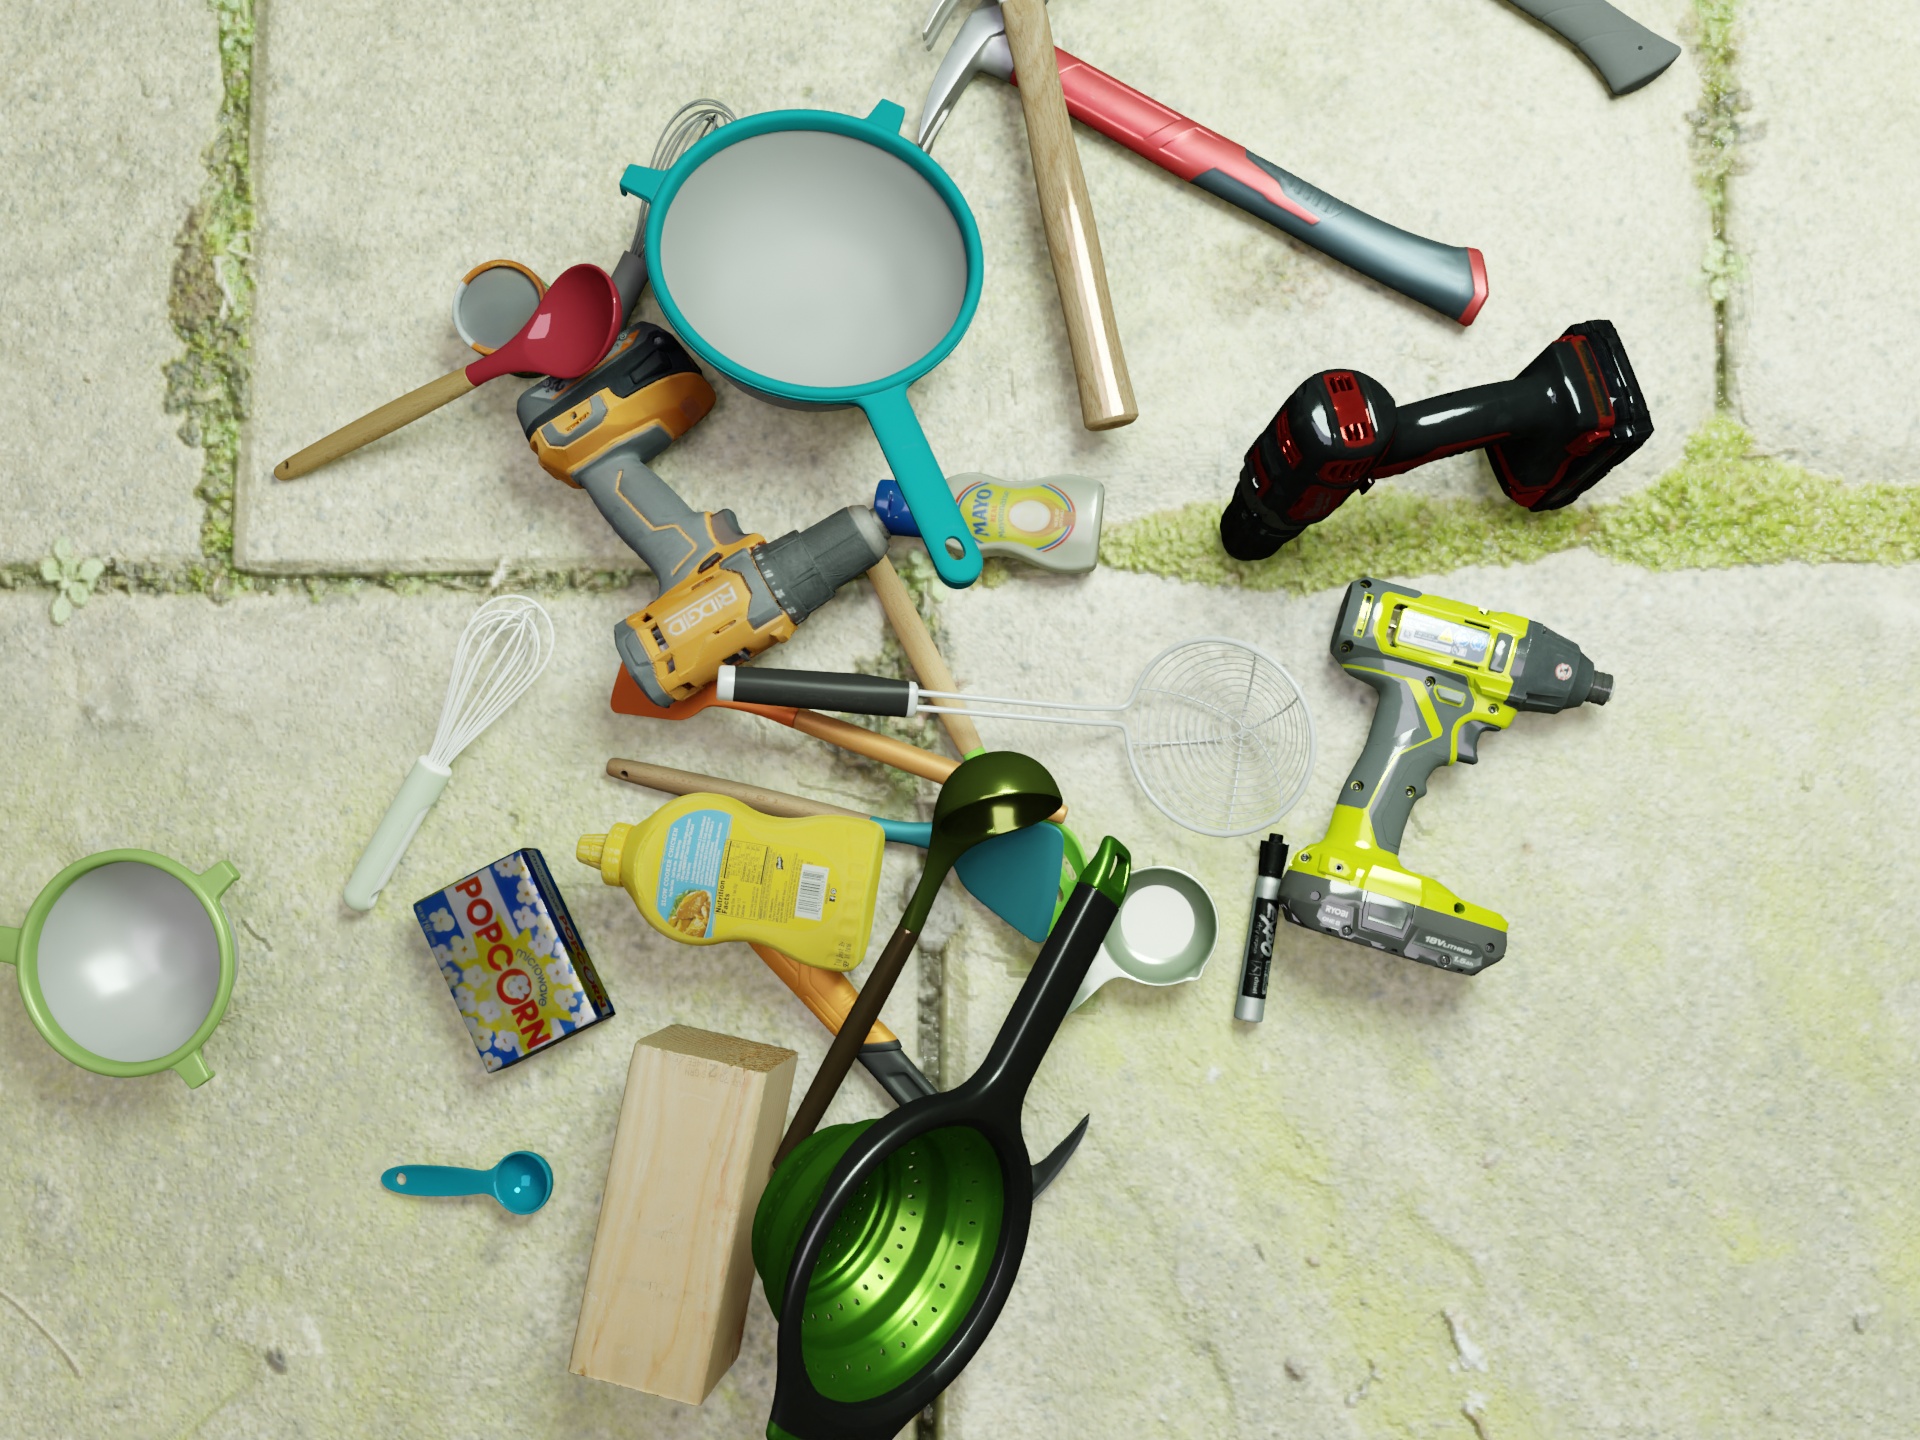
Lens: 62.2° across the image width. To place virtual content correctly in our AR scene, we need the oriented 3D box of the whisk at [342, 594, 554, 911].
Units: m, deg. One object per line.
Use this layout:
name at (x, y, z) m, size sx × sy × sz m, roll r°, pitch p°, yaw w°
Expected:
whisk at (-0.350, 0.024, 1.073) m, size 0.059 × 0.058 × 0.246 m, roll 31°, pitch 95°, yaw -2°

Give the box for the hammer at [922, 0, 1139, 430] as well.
hammer at (0.061, -0.349, 1.018) m, size 0.130 × 0.031 × 0.331 m, roll -12°, pitch 88°, yaw 7°

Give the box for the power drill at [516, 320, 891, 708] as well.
power drill at (-0.166, -0.145, 1.028) m, size 0.185 × 0.084 × 0.226 m, roll -30°, pitch 75°, yaw 4°

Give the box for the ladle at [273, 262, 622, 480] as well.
ladle at (-0.341, -0.216, 1.047) m, size 0.315 × 0.031 × 0.069 m, roll -18°, pitch 79°, yaw 25°

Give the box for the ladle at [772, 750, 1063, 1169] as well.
ladle at (-0.036, 0.157, 0.983) m, size 0.062 × 0.078 × 0.320 m, roll 39°, pitch 106°, yaw 39°

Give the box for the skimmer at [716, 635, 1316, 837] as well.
skimmer at (0.032, -0.001, 0.980) m, size 0.363 × 0.090 × 0.127 m, roll 5°, pitch 104°, yaw -8°

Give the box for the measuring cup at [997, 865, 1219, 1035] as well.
measuring cup at (0.092, 0.158, 1.023) m, size 0.167 × 0.038 × 0.083 m, roll -38°, pitch 84°, yaw 5°

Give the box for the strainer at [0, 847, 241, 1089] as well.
strainer at (-0.599, 0.154, 1.081) m, size 0.256 × 0.069 × 0.151 m, roll 7°, pitch 90°, yaw 7°

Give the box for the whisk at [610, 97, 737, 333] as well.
whisk at (-0.216, -0.310, 1.077) m, size 0.055 × 0.055 × 0.239 m, roll 31°, pitch 96°, yaw 7°

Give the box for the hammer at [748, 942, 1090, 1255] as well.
hammer at (-0.068, 0.188, 1.040) m, size 0.127 × 0.034 × 0.337 m, roll -44°, pitch 84°, yaw 3°

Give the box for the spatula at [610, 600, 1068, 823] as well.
spatula at (-0.082, 0.006, 1.039) m, size 0.322 × 0.041 × 0.081 m, roll 20°, pitch 88°, yaw 9°

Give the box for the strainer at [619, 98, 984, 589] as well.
strainer at (-0.070, -0.222, 1.012) m, size 0.211 × 0.095 × 0.340 m, roll -21°, pitch 77°, yaw -16°

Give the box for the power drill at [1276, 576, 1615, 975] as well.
power drill at (0.298, 0.038, 0.989) m, size 0.171 × 0.080 × 0.223 m, roll 16°, pitch 86°, yaw 7°

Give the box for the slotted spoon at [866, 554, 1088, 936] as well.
slotted spoon at (-0.002, -0.003, 1.045) m, size 0.070 × 0.031 × 0.314 m, roll -31°, pitch 82°, yaw 21°

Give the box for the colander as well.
colander at (-0.018, 0.238, 0.967) m, size 0.095 × 0.204 × 0.397 m, roll 17°, pitch 72°, yaw 41°

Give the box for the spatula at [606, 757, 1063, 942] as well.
spatula at (-0.087, 0.067, 1.041) m, size 0.317 × 0.044 × 0.082 m, roll 12°, pitch 112°, yaw 9°

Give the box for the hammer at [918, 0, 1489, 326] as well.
hammer at (0.161, -0.349, 1.040) m, size 0.386 × 0.038 × 0.143 m, roll 31°, pitch 92°, yaw 7°

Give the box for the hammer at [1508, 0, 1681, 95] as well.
hammer at (0.292, -0.541, 1.038) m, size 0.409 × 0.036 × 0.149 m, roll 38°, pitch 91°, yaw 6°

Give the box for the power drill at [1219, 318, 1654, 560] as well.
power drill at (0.275, -0.159, 0.969) m, size 0.226 × 0.187 × 0.080 m, roll -11°, pitch 75°, yaw -12°

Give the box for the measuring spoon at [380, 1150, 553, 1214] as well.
measuring spoon at (-0.330, 0.309, 1.074) m, size 0.128 × 0.021 × 0.042 m, roll -3°, pitch 88°, yaw 15°
